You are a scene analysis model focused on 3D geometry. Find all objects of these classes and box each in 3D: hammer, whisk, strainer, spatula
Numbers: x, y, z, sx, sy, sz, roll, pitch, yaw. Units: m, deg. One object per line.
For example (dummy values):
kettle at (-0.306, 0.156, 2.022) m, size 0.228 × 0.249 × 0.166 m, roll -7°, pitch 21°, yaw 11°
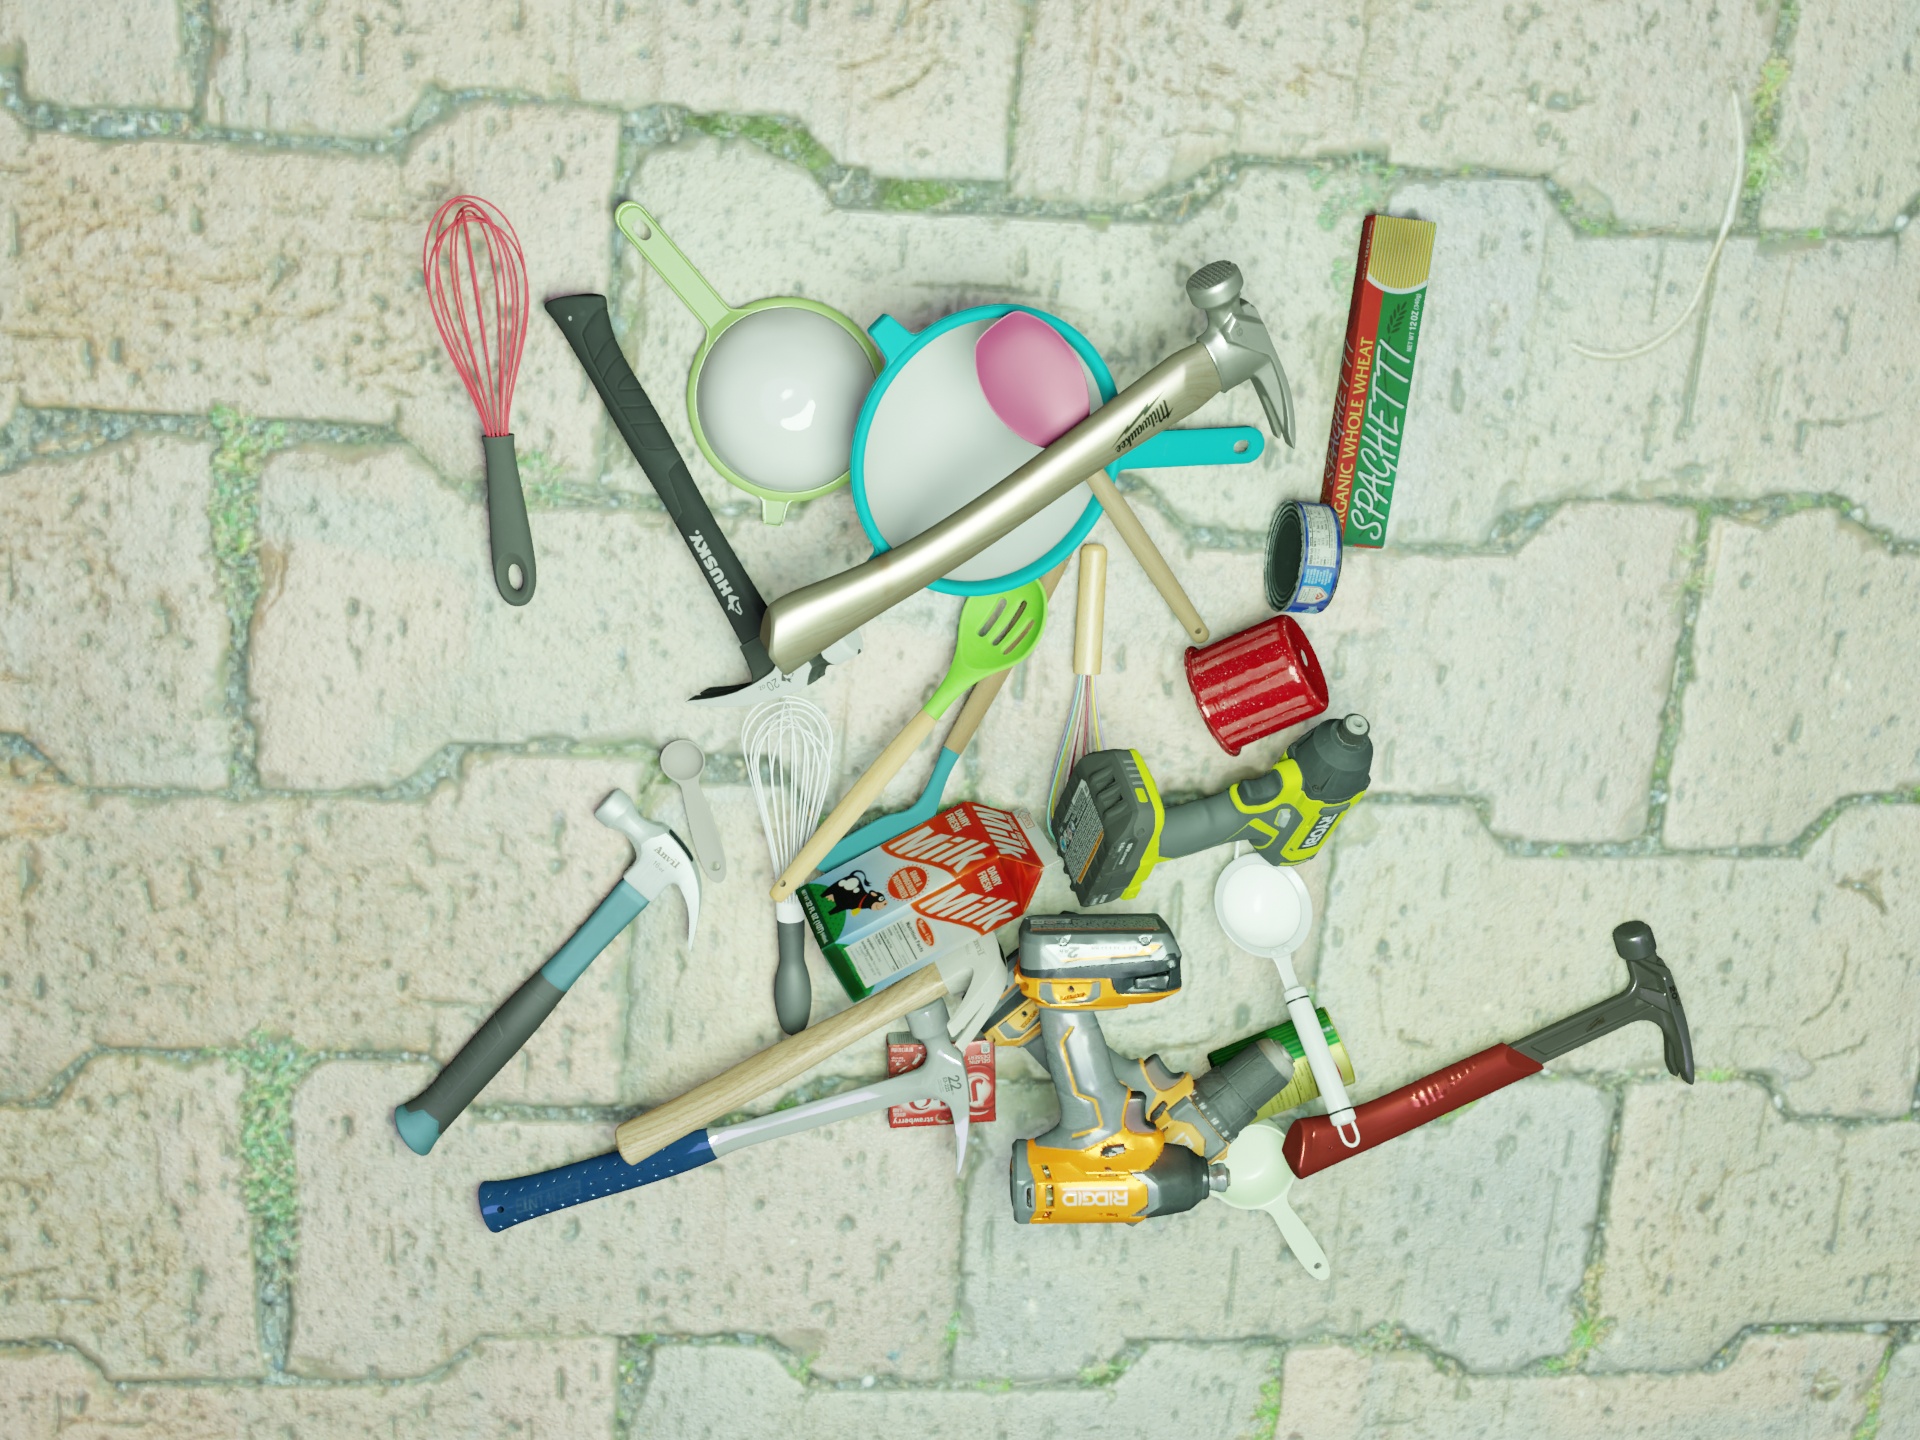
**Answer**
hammer at (0.436, 0.301, 1.320) m, size 0.359 × 0.037 × 0.149 m, roll -22°, pitch 102°, yaw -7°
whisk at (0.094, -0.015, 1.245) m, size 0.051 × 0.047 × 0.245 m, roll 1°, pitch 97°, yaw -17°
hammer at (0.045, -0.149, 1.113) m, size 0.410 × 0.038 × 0.146 m, roll -33°, pitch 125°, yaw 0°
hammer at (-0.186, 0.342, 1.275) m, size 0.405 × 0.035 × 0.144 m, roll -17°, pitch 101°, yaw 4°
hammer at (-0.331, 0.213, 1.256) m, size 0.128 × 0.033 × 0.331 m, roll 42°, pitch 95°, yaw -10°
hammer at (-0.114, 0.253, 1.225) m, size 0.331 × 0.130 × 0.031 m, roll -28°, pitch 125°, yaw 0°
strainer at (-0.160, -0.273, 1.153) m, size 0.151 × 0.069 × 0.256 m, roll -40°, pitch 103°, yaw 4°
hammer at (-0.210, -0.163, 1.173) m, size 0.146 × 0.035 × 0.334 m, roll -26°, pitch 97°, yaw 28°
whisk at (-0.340, -0.227, 1.157) m, size 0.073 × 0.073 × 0.295 m, roll -4°, pitch 108°, yaw -4°
strainer at (0.063, -0.210, 1.185) m, size 0.340 × 0.095 × 0.211 m, roll -7°, pitch 116°, yaw -25°
spatula at (-0.002, -0.004, 1.236) m, size 0.082 × 0.044 × 0.317 m, roll 31°, pitch 89°, yaw -48°
strainer at (0.260, 0.211, 1.257) m, size 0.087 × 0.050 × 0.259 m, roll -9°, pitch 66°, yaw -20°
whisk at (-0.135, 0.117, 1.245) m, size 0.070 × 0.070 × 0.284 m, roll -1°, pitch 106°, yaw -5°

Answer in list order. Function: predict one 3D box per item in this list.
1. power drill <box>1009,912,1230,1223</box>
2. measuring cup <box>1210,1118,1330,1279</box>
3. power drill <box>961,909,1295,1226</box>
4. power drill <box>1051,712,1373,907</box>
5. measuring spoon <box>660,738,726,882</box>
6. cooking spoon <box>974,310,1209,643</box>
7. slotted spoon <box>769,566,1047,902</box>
power drill at (0.117, 0.261, 1.179) m, size 0.164 × 0.084 × 0.226 m, roll -1°, pitch 96°, yaw 2°
measuring cup at (0.264, 0.403, 1.345) m, size 0.083 × 0.038 × 0.167 m, roll -33°, pitch 104°, yaw 2°
power drill at (0.134, 0.255, 1.253) m, size 0.185 × 0.084 × 0.226 m, roll -40°, pitch 85°, yaw 4°
power drill at (0.193, 0.061, 1.188) m, size 0.223 × 0.171 × 0.080 m, roll -9°, pitch 59°, yaw -18°
measuring spoon at (-0.206, 0.070, 1.250) m, size 0.034 × 0.018 × 0.124 m, roll -14°, pitch 109°, yaw -2°
cooking spoon at (0.106, -0.165, 1.158) m, size 0.069 × 0.017 × 0.318 m, roll -38°, pitch 124°, yaw 3°
slotted spoon at (-0.041, 0.014, 1.204) m, size 0.070 × 0.031 × 0.314 m, roll 40°, pitch 91°, yaw 24°
